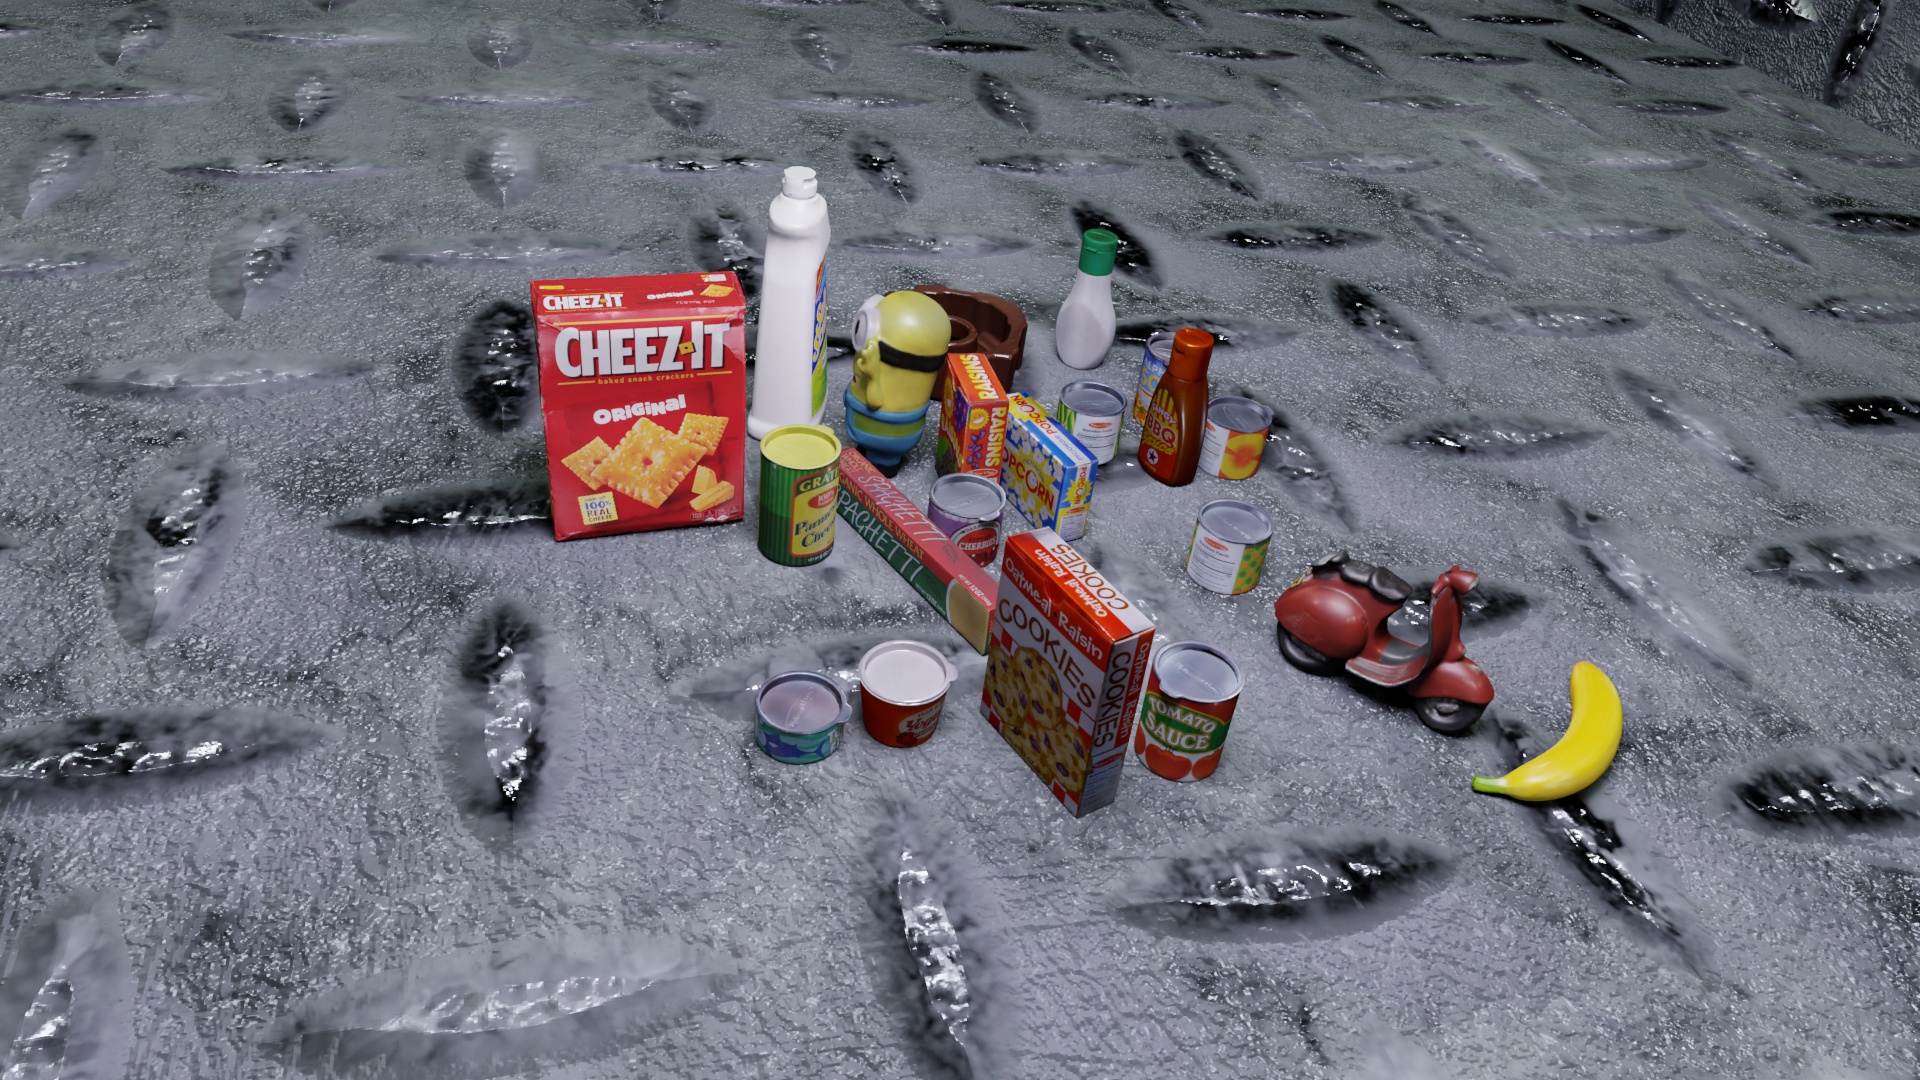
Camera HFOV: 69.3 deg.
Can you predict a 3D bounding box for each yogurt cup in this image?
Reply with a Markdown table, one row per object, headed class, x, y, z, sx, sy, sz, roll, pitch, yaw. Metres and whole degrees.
| class | x | y | z | sx | sy | sz | roll | pitch | yaw |
| --- | --- | --- | --- | --- | --- | --- | --- | --- | --- |
| yogurt cup | -0.042 | 0.114 | 1.020 | 0.072 | 0.053 | 0.073 | 5 | 36 | -3 |

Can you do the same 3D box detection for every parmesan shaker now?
| class | x | y | z | sx | sy | sz | roll | pitch | yaw |
| --- | --- | --- | --- | --- | --- | --- | --- | --- | --- |
| parmesan shaker | -0.134 | -0.038 | 1.169 | 0.071 | 0.102 | 0.072 | 5 | 36 | -3 |

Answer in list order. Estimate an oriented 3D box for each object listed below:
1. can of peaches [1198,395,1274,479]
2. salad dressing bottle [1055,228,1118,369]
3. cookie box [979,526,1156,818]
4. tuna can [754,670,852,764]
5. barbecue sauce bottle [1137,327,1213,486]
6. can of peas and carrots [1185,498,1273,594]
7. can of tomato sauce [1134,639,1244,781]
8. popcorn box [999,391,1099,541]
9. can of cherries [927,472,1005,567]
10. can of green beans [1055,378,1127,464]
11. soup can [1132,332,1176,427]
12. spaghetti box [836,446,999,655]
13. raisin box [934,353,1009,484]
| class | x | y | z | sx | sy | sz | roll | pitch | yaw |
| --- | --- | --- | --- | --- | --- | --- | --- | --- | --- |
| can of peaches | 0.268 | -0.101 | 1.361 | 0.071 | 0.057 | 0.071 | 5 | 36 | -3 |
| salad dressing bottle | 0.138 | -0.255 | 1.471 | 0.064 | 0.146 | 0.044 | 24 | 40 | 22 |
| cookie box | 0.070 | 0.092 | 0.975 | 0.040 | 0.166 | 0.123 | -17 | 43 | -30 |
| tuna can | -0.114 | 0.129 | 1.007 | 0.071 | 0.032 | 0.071 | 5 | 36 | -3 |
| barbecue sauce bottle | 0.207 | -0.127 | 1.310 | 0.044 | 0.147 | 0.065 | -16 | 42 | -28 |
| can of peas and carrots | 0.236 | 0.004 | 1.213 | 0.071 | 0.058 | 0.071 | 5 | 36 | -3 |
| can of tomato sauce | 0.165 | 0.126 | 1.016 | 0.071 | 0.082 | 0.071 | 5 | 36 | -3 |
| popcorn box | 0.071 | -0.067 | 1.259 | 0.038 | 0.084 | 0.127 | -14 | 41 | -27 |
| can of cherries | 0.004 | -0.015 | 1.199 | 0.071 | 0.058 | 0.072 | 5 | 36 | -3 |
| can of green beans | 0.126 | -0.115 | 1.355 | 0.071 | 0.057 | 0.071 | 5 | 36 | -3 |
| soup can | 0.212 | -0.158 | 1.406 | 0.071 | 0.083 | 0.072 | 5 | 36 | -3 |
| spaghetti box | -0.040 | 0.004 | 1.173 | 0.029 | 0.049 | 0.251 | -19 | 44 | -31 |
| raisin box | 0.009 | -0.095 | 1.254 | 0.040 | 0.122 | 0.086 | -4 | 38 | -15 |
